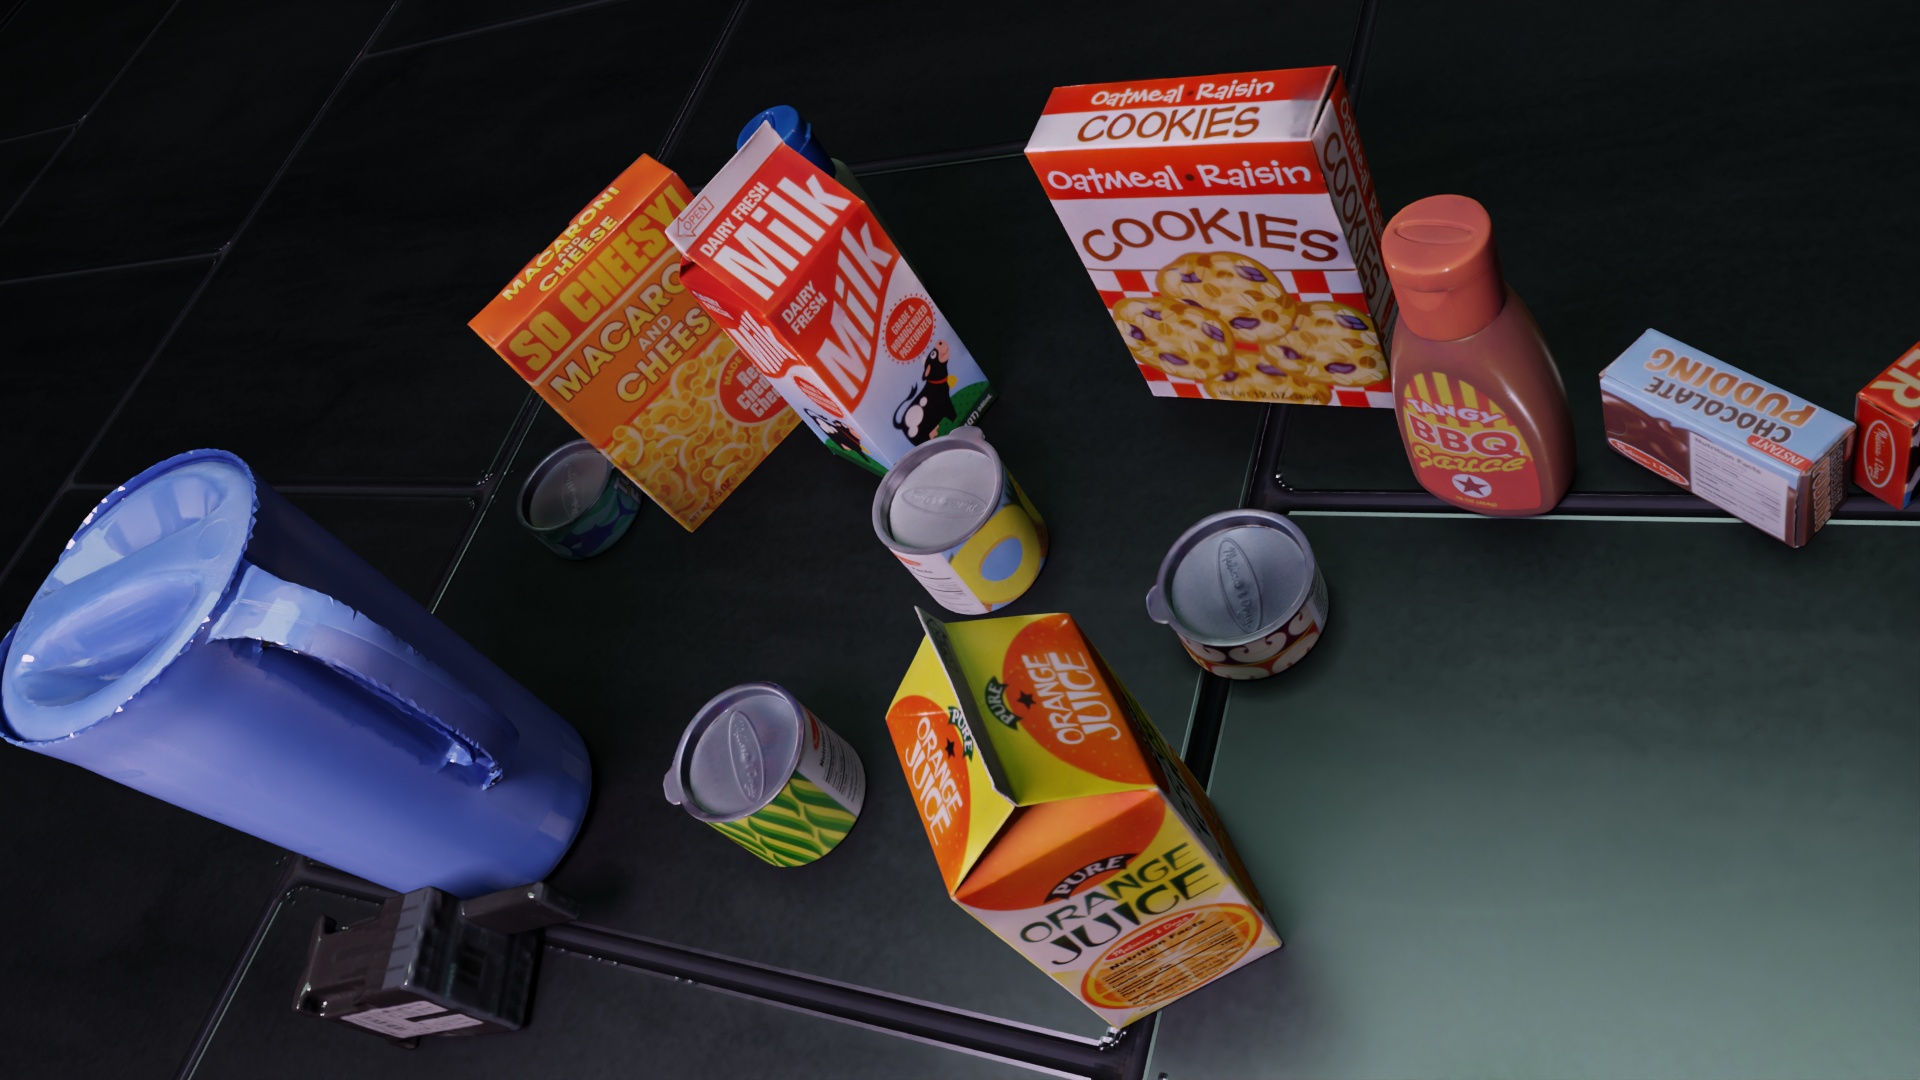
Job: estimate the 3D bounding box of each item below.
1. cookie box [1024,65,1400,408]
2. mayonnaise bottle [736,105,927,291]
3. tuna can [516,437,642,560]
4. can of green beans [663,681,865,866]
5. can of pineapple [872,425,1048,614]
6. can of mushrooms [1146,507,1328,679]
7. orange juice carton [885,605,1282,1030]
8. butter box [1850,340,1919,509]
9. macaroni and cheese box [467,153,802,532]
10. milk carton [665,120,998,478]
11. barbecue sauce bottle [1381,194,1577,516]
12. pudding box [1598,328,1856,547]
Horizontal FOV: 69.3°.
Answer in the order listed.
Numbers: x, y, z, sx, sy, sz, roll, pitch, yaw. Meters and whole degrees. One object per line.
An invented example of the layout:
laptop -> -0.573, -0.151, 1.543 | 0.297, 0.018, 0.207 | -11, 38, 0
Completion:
cookie box -> 0.117, -0.124, 0.594 | 0.123, 0.167, 0.040 | 7, 62, 33
mayonnaise bottle -> -0.065, -0.164, 0.739 | 0.041, 0.147, 0.065 | -17, 51, 19
tuna can -> -0.218, -0.025, 0.804 | 0.071, 0.032, 0.071 | -15, 52, 20
can of green beans -> -0.084, 0.105, 0.618 | 0.071, 0.057, 0.071 | -15, 52, 20
can of pineapple -> 0.002, -0.008, 0.650 | 0.071, 0.057, 0.071 | -15, 52, 20
can of mushrooms -> 0.116, 0.023, 0.580 | 0.071, 0.033, 0.071 | -15, 52, 20
orange juice carton -> 0.038, 0.093, 0.467 | 0.073, 0.192, 0.072 | -31, 48, 7
butter box -> 0.362, -0.062, 0.489 | 0.103, 0.053, 0.024 | -39, 48, -1
macaroni and cheese box -> -0.154, -0.099, 0.730 | 0.124, 0.166, 0.040 | -47, 48, -8
milk carton -> -0.065, -0.109, 0.671 | 0.073, 0.190, 0.072 | 27, 74, 40
barbecue sauce bottle -> 0.192, -0.066, 0.524 | 0.065, 0.148, 0.044 | 16, 67, 37
pudding box -> 0.284, -0.039, 0.519 | 0.030, 0.049, 0.084 | -44, 48, -4
